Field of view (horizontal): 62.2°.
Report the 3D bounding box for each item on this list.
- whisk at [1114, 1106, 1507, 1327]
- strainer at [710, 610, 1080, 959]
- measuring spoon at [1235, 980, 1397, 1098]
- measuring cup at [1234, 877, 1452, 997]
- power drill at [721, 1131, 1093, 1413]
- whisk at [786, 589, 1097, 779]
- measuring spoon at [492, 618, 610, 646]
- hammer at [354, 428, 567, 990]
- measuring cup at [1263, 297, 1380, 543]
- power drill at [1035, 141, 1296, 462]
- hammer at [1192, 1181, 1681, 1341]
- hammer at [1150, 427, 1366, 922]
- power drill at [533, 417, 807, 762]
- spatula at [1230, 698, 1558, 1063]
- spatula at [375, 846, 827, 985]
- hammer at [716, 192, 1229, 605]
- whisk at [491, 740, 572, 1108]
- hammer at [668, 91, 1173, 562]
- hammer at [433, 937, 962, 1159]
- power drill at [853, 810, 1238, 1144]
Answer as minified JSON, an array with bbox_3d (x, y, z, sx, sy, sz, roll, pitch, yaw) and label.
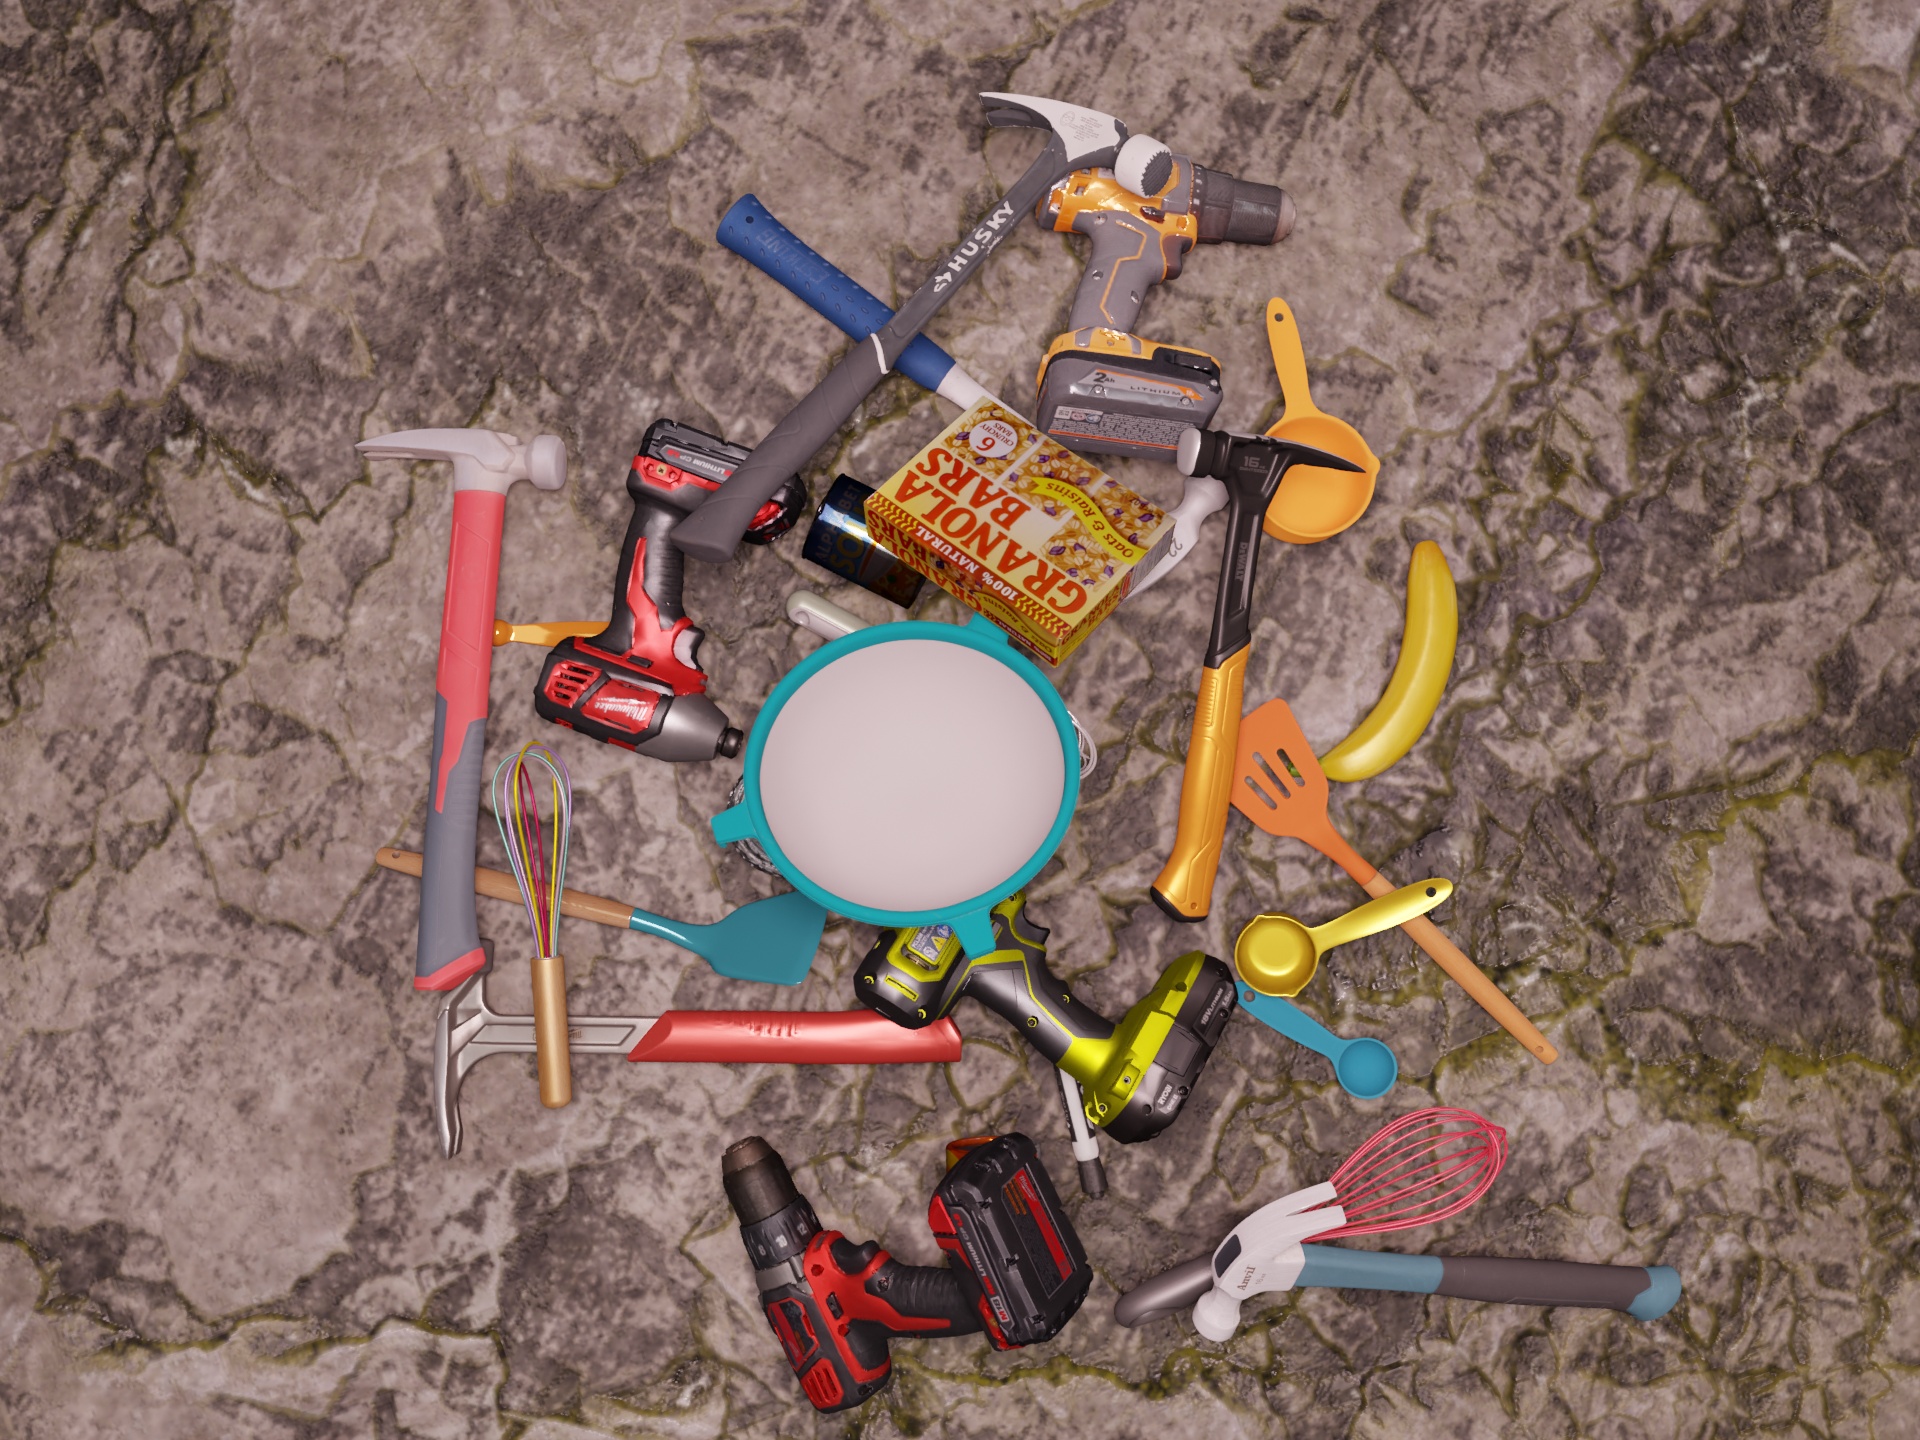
[{"bbox_3d":[0.238,0.344,1.088,0.296,0.073,0.073,-27,87,2],"label":"whisk"},{"bbox_3d":[-0.002,-0.003,1.056,0.211,0.095,0.340,22,64,13],"label":"strainer"},{"bbox_3d":[0.246,0.220,1.120,0.128,0.021,0.042,31,88,10],"label":"measuring spoon"},{"bbox_3d":[0.264,0.141,1.101,0.156,0.029,0.062,-24,92,9],"label":"measuring cup"},{"bbox_3d":[-0.048,0.338,1.033,0.226,0.080,0.188,-28,86,30],"label":"power drill"},{"bbox_3d":[-0.014,-0.027,1.114,0.246,0.057,0.059,29,51,5],"label":"whisk"},{"bbox_3d":[-0.280,-0.061,1.125,0.117,0.011,0.021,2,86,-1],"label":"measuring spoon"},{"bbox_3d":[-0.357,-0.011,1.089,0.143,0.038,0.386,2,80,1],"label":"hammer"},{"bbox_3d":[0.236,-0.210,1.131,0.095,0.052,0.174,-10,84,-2],"label":"measuring cup"},{"bbox_3d":[0.141,-0.296,1.105,0.185,0.084,0.226,6,69,-6],"label":"power drill"},{"bbox_3d":[0.329,0.373,1.066,0.331,0.033,0.128,8,121,-12],"label":"hammer"},{"bbox_3d":[0.185,-0.024,1.085,0.127,0.034,0.337,5,101,-17],"label":"hammer"},{"bbox_3d":[-0.190,-0.081,1.095,0.143,0.078,0.220,21,85,0],"label":"power drill"},{"bbox_3d":[0.303,0.123,1.116,0.322,0.041,0.081,44,111,-4],"label":"spatula"},{"bbox_3d":[-0.251,0.123,1.096,0.317,0.044,0.082,13,50,2],"label":"spatula"},{"bbox_3d":[-0.005,-0.233,1.133,0.405,0.035,0.144,37,86,1],"label":"hammer"},{"bbox_3d":[-0.279,0.136,1.056,0.051,0.047,0.245,-4,92,-14],"label":"whisk"},{"bbox_3d":[-0.045,-0.261,1.056,0.149,0.036,0.409,38,82,28],"label":"hammer"},{"bbox_3d":[-0.179,0.227,1.095,0.359,0.036,0.149,1,86,-1],"label":"hammer"},{"bbox_3d":[0.066,0.159,1.078,0.228,0.080,0.191,33,67,1],"label":"power drill"}]
